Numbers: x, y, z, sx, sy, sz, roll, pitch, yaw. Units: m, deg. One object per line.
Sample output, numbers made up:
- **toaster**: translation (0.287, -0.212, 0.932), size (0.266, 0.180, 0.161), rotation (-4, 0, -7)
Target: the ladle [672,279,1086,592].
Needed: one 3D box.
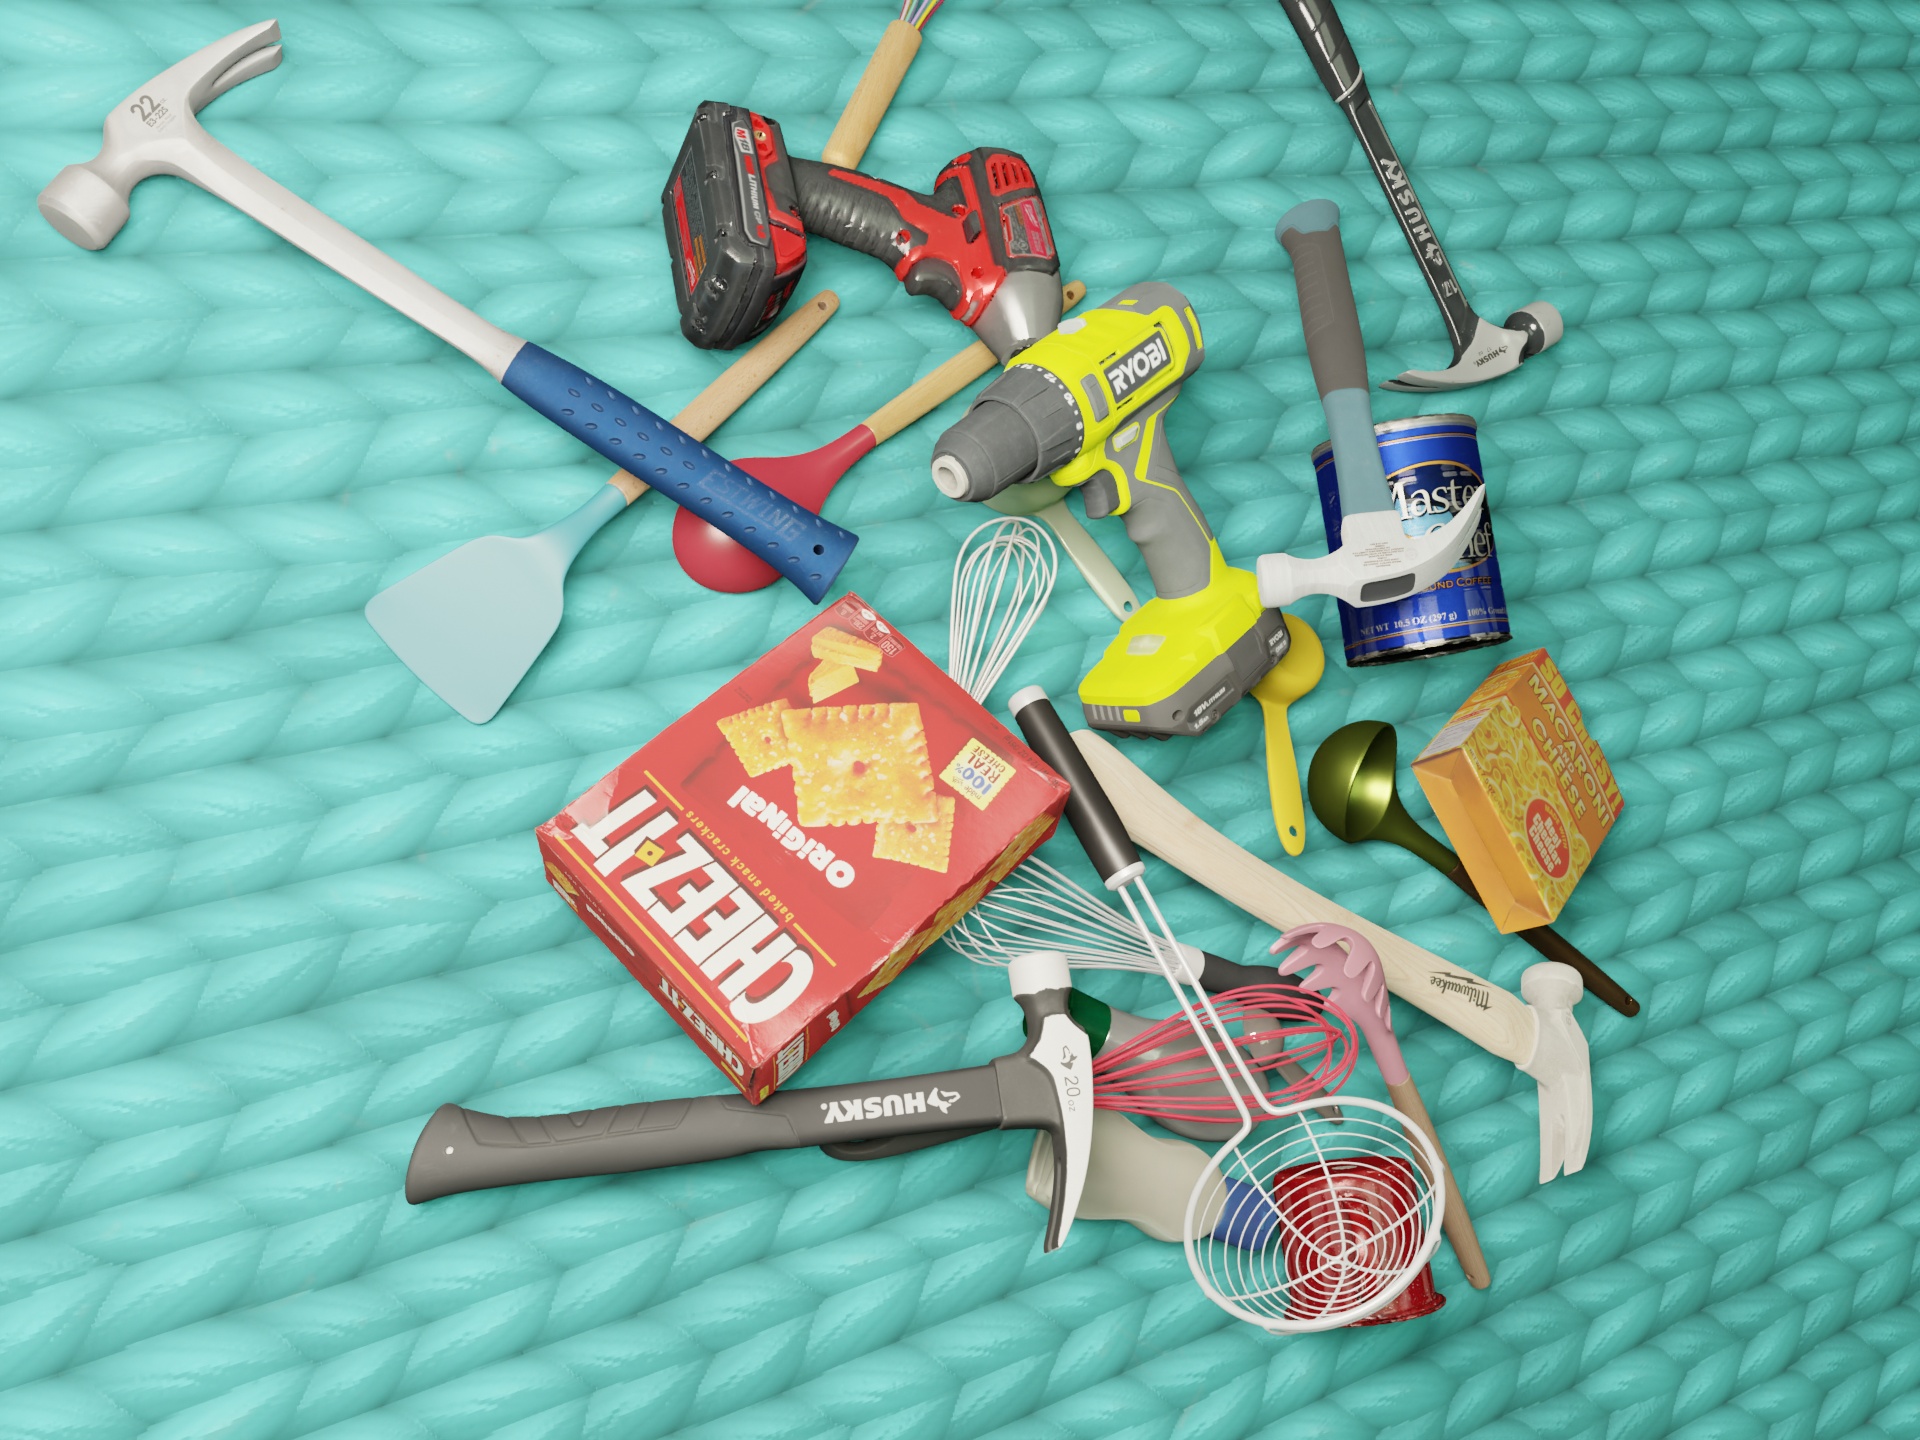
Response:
- **ladle**: translation (-0.034, -0.175, 0.912), size (0.315, 0.031, 0.069), rotation (-40, 104, -26)

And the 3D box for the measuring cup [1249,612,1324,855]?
- **measuring cup**: translation (0.201, 0.005, 0.970), size (0.062, 0.029, 0.157), rotation (9, 63, -24)

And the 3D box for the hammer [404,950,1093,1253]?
- **hammer**: translation (-0.096, 0.202, 0.779), size (0.334, 0.035, 0.146), rotation (-4, 68, -11)

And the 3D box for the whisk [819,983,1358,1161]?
- **whisk**: translation (0.069, 0.196, 0.852), size (0.296, 0.073, 0.073), rotation (-10, 86, -4)

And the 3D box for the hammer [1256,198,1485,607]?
- **hammer**: translation (0.228, -0.202, 0.956), size (0.128, 0.033, 0.331), rotation (-4, 53, 6)

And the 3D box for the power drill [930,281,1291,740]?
- **power drill**: translation (0.086, -0.105, 0.883), size (0.190, 0.080, 0.228), rotation (-40, 117, -33)

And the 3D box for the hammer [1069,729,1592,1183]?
- **hammer**: translation (0.218, 0.130, 0.953), size (0.410, 0.038, 0.146), rotation (30, 47, -15)

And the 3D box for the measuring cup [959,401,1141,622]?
- **measuring cup**: translation (0.065, -0.126, 0.941), size (0.083, 0.038, 0.167), rotation (-40, 97, -24)

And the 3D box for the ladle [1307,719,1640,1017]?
- **ladle**: translation (0.342, 0.107, 1.025), size (0.320, 0.062, 0.078), rotation (36, 72, -18)

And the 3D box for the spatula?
- **spatula**: translation (-0.170, -0.134, 0.847), size (0.082, 0.044, 0.317), rotation (46, 63, -11)

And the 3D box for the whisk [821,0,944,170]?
- **whisk**: translation (-0.026, -0.426, 0.949), size (0.047, 0.051, 0.245), rotation (24, 76, 3)

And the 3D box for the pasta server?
- **pasta server**: translation (0.259, 0.233, 0.932), size (0.040, 0.060, 0.316), rotation (-41, 119, -26)

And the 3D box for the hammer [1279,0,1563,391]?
- **hammer**: translation (0.267, -0.411, 1.079), size (0.149, 0.036, 0.409), rotation (-30, 95, -24)

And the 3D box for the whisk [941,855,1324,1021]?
- **whisk**: translation (0.102, 0.130, 0.911), size (0.284, 0.070, 0.070), rotation (20, 74, -28)

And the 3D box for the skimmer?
- **skimmer**: translation (0.108, 0.123, 0.798), size (0.127, 0.090, 0.364), rotation (-30, 67, 4)

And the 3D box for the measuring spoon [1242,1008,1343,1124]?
- **measuring spoon**: translation (0.204, 0.208, 0.945), size (0.124, 0.018, 0.034), rotation (45, 33, -34)

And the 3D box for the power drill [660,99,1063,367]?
- **power drill**: translation (-0.044, -0.257, 0.880), size (0.219, 0.078, 0.143), rotation (-1, 68, -28)

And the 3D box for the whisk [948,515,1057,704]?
- **whisk**: translation (-0.001, -0.003, 0.894), size (0.059, 0.057, 0.246), rotation (15, 77, 14)

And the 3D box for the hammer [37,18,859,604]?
- **hammer**: translation (-0.228, -0.190, 0.793), size (0.405, 0.035, 0.144), rotation (32, 70, -9)
